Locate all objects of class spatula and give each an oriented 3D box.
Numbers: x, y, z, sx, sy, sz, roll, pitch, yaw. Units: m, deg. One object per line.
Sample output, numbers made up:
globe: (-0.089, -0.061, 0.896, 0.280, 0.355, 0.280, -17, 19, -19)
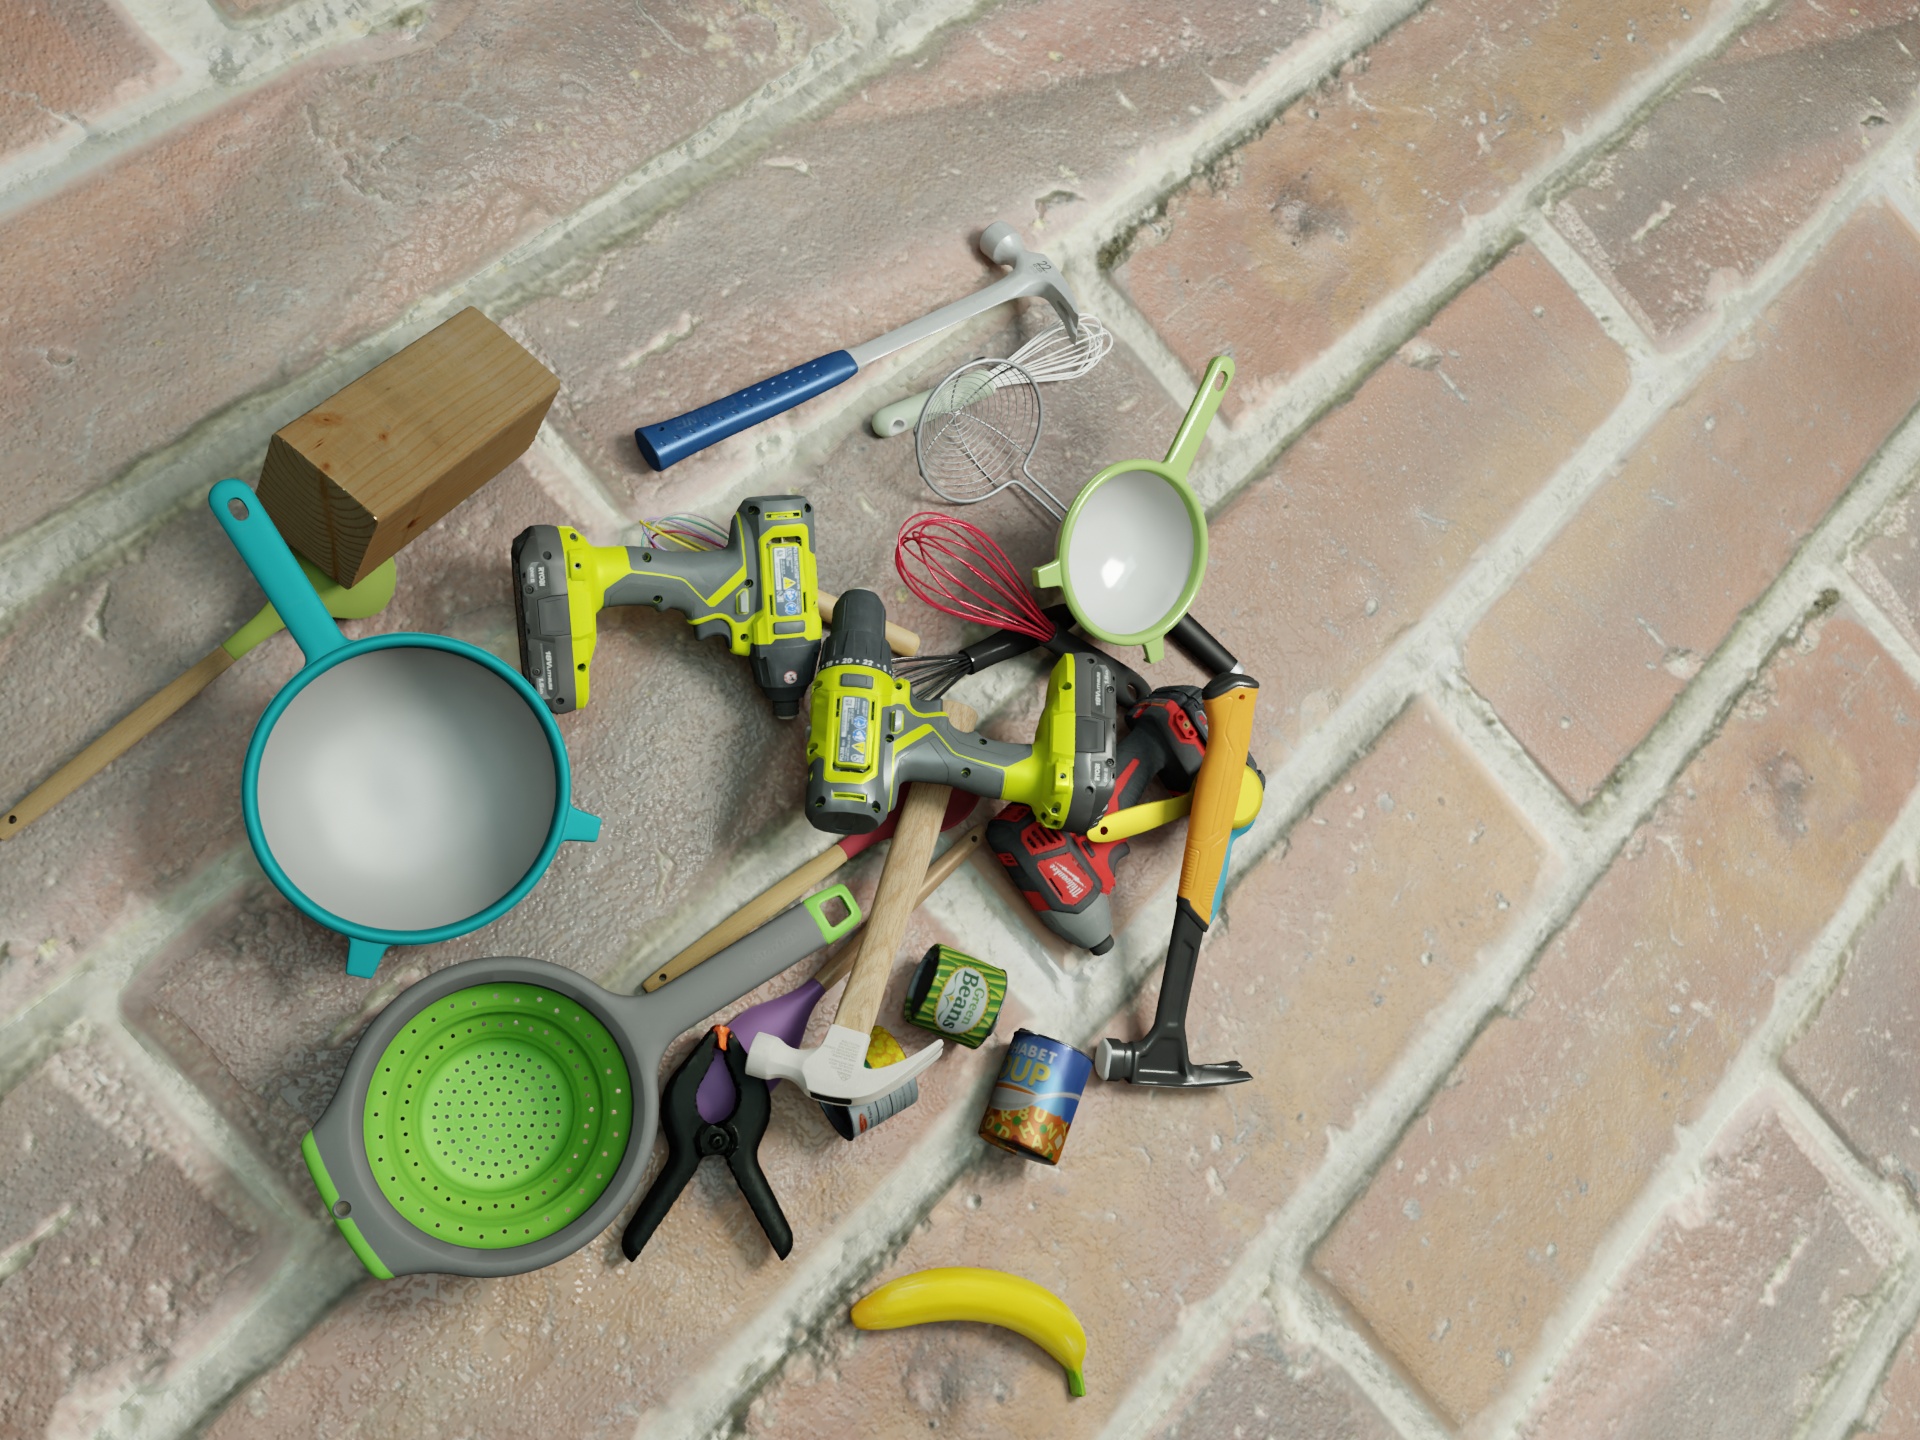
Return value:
spatula: (-0.089, 0.188, 1.221, 0.316, 0.018, 0.060, -43, 94, -22)

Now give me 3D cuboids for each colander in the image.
colander: (-0.247, 0.229, 1.109, 0.397, 0.094, 0.204, -30, 86, -22)

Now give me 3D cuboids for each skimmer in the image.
skimmer: (0.112, -0.156, 1.351, 0.363, 0.090, 0.127, 42, 89, -6)

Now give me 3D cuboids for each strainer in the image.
strainer: (-0.416, -0.007, 1.099, 0.211, 0.095, 0.340, -33, 99, -21)
strainer: (0.148, -0.186, 1.306, 0.151, 0.069, 0.256, 30, 82, -33)

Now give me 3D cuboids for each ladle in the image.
ladle: (-0.534, -0.028, 1.117, 0.320, 0.062, 0.078, -44, 94, -18)
ladle: (-0.111, 0.117, 1.230, 0.315, 0.031, 0.069, -34, 79, -23)

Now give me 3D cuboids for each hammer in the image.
hammer: (-0.081, -0.303, 1.334, 0.405, 0.035, 0.144, -30, 61, -21)
hammer: (-0.045, 0.129, 1.198, 0.130, 0.031, 0.331, 16, 62, 6)
hammer: (0.195, 0.129, 1.249, 0.127, 0.034, 0.337, 6, 101, -14)

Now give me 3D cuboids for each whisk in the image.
whisk: (0.057, -0.079, 1.291, 0.295, 0.073, 0.073, 32, 65, -33)
whisk: (0.029, -0.299, 1.390, 0.246, 0.057, 0.059, -26, 51, -21)
whisk: (-0.144, -0.105, 1.272, 0.245, 0.047, 0.051, 24, 67, -16)
whisk: (0.005, -0.051, 1.309, 0.239, 0.055, 0.055, -25, 85, -28)

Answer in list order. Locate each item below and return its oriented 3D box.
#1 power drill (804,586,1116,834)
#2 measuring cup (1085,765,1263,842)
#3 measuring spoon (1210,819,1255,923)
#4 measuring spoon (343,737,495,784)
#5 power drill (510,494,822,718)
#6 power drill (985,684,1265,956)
power drill: (-0.002, -0.004, 1.208, 0.228, 0.080, 0.191, 6, 66, -7)
measuring cup: (0.172, 0.072, 1.258, 0.156, 0.029, 0.062, -15, 96, -23)
measuring spoon: (0.225, 0.116, 1.353, 0.042, 0.021, 0.129, 24, 68, -12)
measuring spoon: (-0.390, 0.031, 1.164, 0.116, 0.011, 0.021, 11, 85, -20)
power drill: (-0.216, -0.077, 1.197, 0.223, 0.080, 0.171, -6, 104, -19)
power drill: (0.136, 0.081, 1.298, 0.220, 0.078, 0.143, -39, 104, -20)
